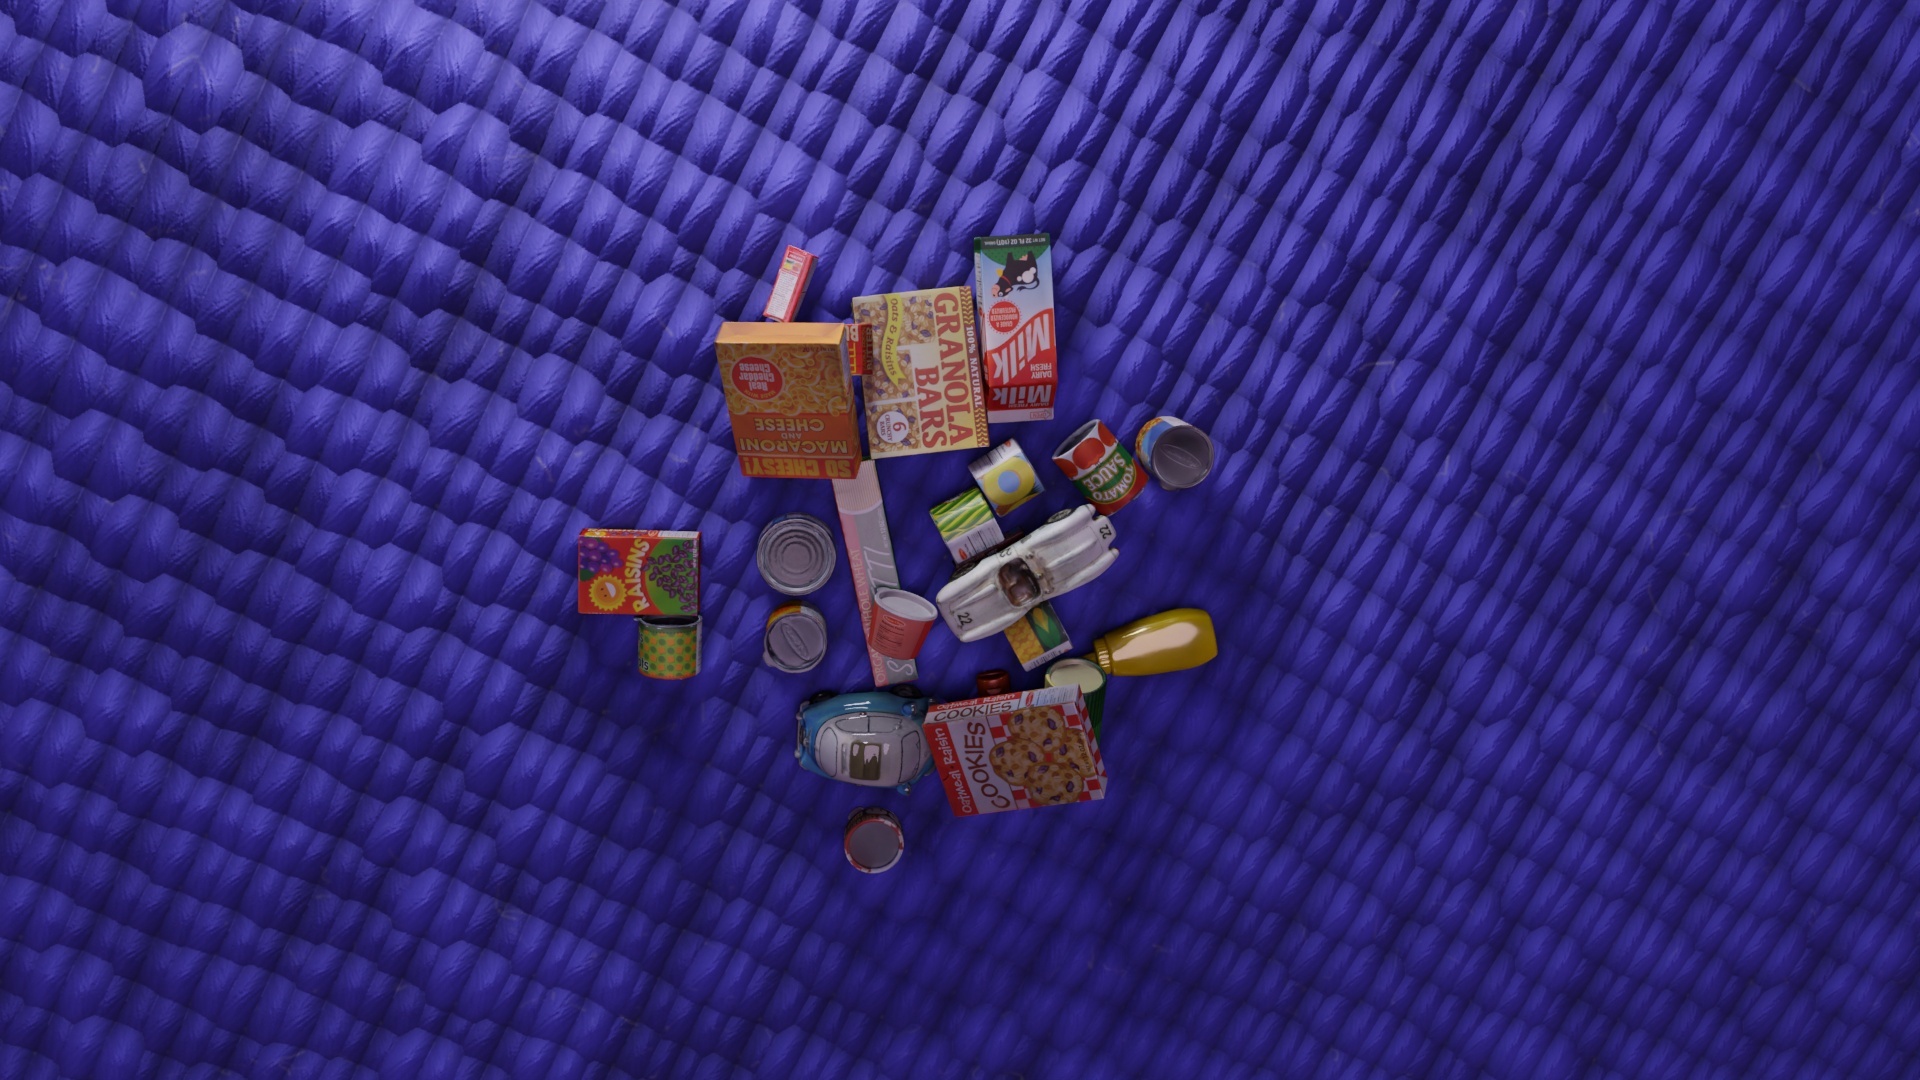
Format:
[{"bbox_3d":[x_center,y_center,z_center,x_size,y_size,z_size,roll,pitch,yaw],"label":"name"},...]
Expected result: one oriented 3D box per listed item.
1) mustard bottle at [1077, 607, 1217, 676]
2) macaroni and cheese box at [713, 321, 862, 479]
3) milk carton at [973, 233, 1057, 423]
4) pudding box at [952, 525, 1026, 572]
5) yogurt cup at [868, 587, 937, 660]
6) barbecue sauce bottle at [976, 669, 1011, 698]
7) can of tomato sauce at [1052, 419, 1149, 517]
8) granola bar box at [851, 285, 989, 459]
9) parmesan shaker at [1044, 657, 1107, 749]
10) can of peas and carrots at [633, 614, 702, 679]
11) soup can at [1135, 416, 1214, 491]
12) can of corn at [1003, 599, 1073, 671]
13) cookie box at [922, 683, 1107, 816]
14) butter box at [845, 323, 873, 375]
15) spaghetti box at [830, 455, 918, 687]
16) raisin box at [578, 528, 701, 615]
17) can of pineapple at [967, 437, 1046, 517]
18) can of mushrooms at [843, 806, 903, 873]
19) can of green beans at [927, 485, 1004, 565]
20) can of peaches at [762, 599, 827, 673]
[{"bbox_3d":[0.196,0.116,1.514,0.160,0.049,0.065,-11,99,-2],"label":"mustard bottle"},{"bbox_3d":[-0.168,-0.138,1.387,0.124,0.040,0.165,2,132,7],"label":"macaroni and cheese box"},{"bbox_3d":[0.057,-0.216,1.423,0.072,0.073,0.190,-4,102,-5],"label":"milk carton"},{"bbox_3d":[0.039,0.026,1.491,0.084,0.030,0.049,-27,104,1],"label":"pudding box"},{"bbox_3d":[-0.063,0.089,1.447,0.072,0.072,0.053,16,107,-8],"label":"yogurt cup"},{"bbox_3d":[0.045,0.217,1.522,0.065,0.044,0.148,-8,101,2],"label":"barbecue sauce bottle"},{"bbox_3d":[0.147,-0.076,1.461,0.071,0.071,0.083,-41,101,4],"label":"can of tomato sauce"},{"bbox_3d":[-0.041,-0.171,1.428,0.124,0.039,0.165,-7,92,-4],"label":"granola bar box"},{"bbox_3d":[0.123,0.186,1.492,0.071,0.071,0.102,0,124,-5],"label":"parmesan shaker"},{"bbox_3d":[-0.307,0.109,1.456,0.071,0.071,0.058,2,102,-6],"label":"can of peas and carrots"},{"bbox_3d":[0.222,-0.091,1.458,0.071,0.084,0.071,-1,101,-5],"label":"soup can"},{"bbox_3d":[0.079,0.097,1.491,0.058,0.071,0.071,-28,102,1],"label":"can of corn"},{"bbox_3d":[0.057,0.222,1.459,0.167,0.040,0.122,-11,114,17],"label":"cookie box"},{"bbox_3d":[-0.135,-0.193,1.407,0.103,0.024,0.053,4,99,31],"label":"butter box"},{"bbox_3d":[-0.092,0.035,1.481,0.050,0.029,0.249,-12,102,-4],"label":"spaghetti box"},{"bbox_3d":[-0.335,0.033,1.453,0.123,0.040,0.086,1,102,-7],"label":"raisin box"},{"bbox_3d":[0.049,-0.064,1.456,0.058,0.071,0.071,-32,102,2],"label":"can of pineapple"},{"bbox_3d":[-0.097,0.330,1.536,0.071,0.033,0.071,-1,102,-5],"label":"can of mushrooms"},{"bbox_3d":[0.006,-0.016,1.461,0.058,0.071,0.071,-28,102,0],"label":"can of green beans"},{"bbox_3d":[-0.176,0.102,1.472,0.071,0.058,0.071,-1,102,-5],"label":"can of peaches"}]
